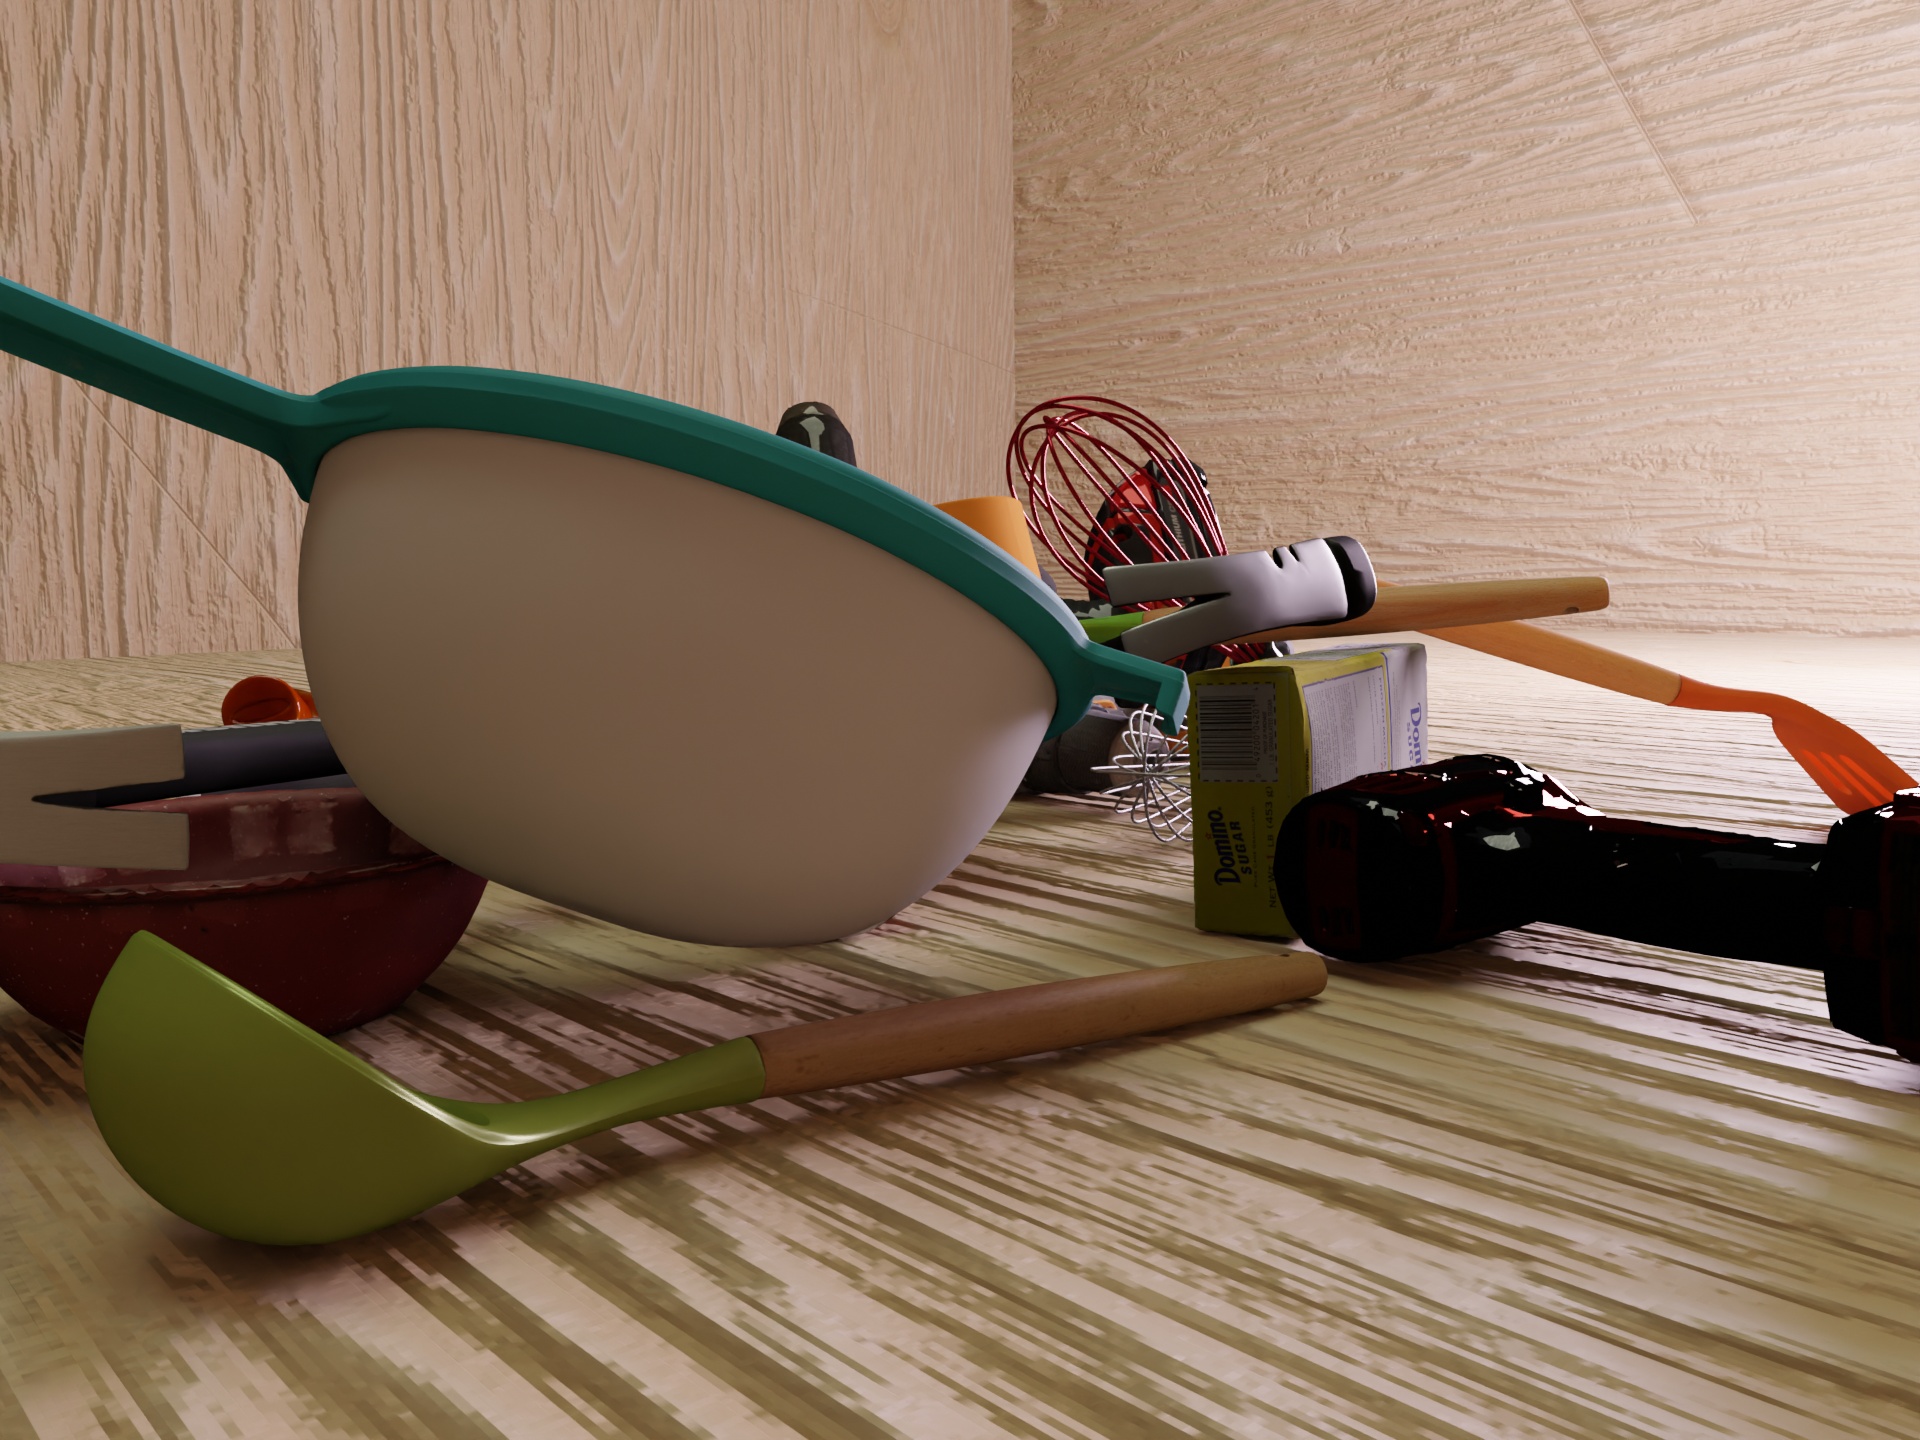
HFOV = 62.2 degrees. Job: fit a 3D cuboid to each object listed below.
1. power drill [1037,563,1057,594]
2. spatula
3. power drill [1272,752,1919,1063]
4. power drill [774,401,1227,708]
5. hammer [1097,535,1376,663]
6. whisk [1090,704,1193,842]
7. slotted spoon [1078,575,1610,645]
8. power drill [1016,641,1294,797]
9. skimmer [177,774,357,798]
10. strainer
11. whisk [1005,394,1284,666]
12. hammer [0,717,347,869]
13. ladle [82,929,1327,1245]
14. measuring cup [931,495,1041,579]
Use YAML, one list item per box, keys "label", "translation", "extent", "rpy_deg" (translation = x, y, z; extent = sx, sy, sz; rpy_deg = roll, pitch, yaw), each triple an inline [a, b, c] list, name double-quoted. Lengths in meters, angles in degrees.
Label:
- label: "power drill"
  translation: [-0.054, -0.051, 1.038]
  extent: [0.228, 0.190, 0.080]
  rpy_deg: [13, -5, -37]
- label: "spatula"
  translation: [0.284, -0.012, 0.691]
  extent: [0.322, 0.041, 0.081]
  rpy_deg: [16, 2, -8]
- label: "power drill"
  translation: [0.220, 0.045, 0.474]
  extent: [0.143, 0.078, 0.220]
  rpy_deg: [-5, 5, -41]
- label: "power drill"
  translation: [0.012, -0.083, 0.807]
  extent: [0.226, 0.188, 0.080]
  rpy_deg: [-3, -29, -11]
- label: "hammer"
  translation: [-0.001, -0.002, 0.647]
  extent: [0.127, 0.034, 0.337]
  rpy_deg: [-13, -6, -42]
- label: "whisk"
  translation: [0.143, 0.021, 0.814]
  extent: [0.070, 0.070, 0.284]
  rpy_deg: [2, 2, 27]
- label: "slotted spoon"
  translation: [0.102, -0.041, 0.664]
  extent: [0.314, 0.031, 0.070]
  rpy_deg: [-4, -25, 17]
- label: "power drill"
  translation: [0.102, -0.002, 0.923]
  extent: [0.226, 0.084, 0.185]
  rpy_deg: [-10, 13, -38]
- label: "skimmer"
  translation: [-0.215, 0.003, 0.841]
  extent: [0.363, 0.090, 0.127]
  rpy_deg: [-7, 42, -32]
- label: "strainer"
  translation: [-0.129, -0.017, 0.373]
  extent: [0.340, 0.095, 0.211]
  rpy_deg: [22, -17, -29]
- label: "whisk"
  translation: [0.123, -0.043, 0.729]
  extent: [0.295, 0.073, 0.073]
  rpy_deg: [42, -20, -32]
- label: "hammer"
  translation: [-0.181, 0.006, 0.527]
  extent: [0.146, 0.035, 0.334]
  rpy_deg: [2, 5, 29]
- label: "ladle"
  translation: [-0.027, 0.066, 0.378]
  extent: [0.320, 0.062, 0.078]
  rpy_deg: [-2, -2, -35]
- label: "measuring cup"
  translation: [-0.045, -0.034, 0.635]
  extent: [0.173, 0.052, 0.095]
  rpy_deg: [-22, -7, 31]
